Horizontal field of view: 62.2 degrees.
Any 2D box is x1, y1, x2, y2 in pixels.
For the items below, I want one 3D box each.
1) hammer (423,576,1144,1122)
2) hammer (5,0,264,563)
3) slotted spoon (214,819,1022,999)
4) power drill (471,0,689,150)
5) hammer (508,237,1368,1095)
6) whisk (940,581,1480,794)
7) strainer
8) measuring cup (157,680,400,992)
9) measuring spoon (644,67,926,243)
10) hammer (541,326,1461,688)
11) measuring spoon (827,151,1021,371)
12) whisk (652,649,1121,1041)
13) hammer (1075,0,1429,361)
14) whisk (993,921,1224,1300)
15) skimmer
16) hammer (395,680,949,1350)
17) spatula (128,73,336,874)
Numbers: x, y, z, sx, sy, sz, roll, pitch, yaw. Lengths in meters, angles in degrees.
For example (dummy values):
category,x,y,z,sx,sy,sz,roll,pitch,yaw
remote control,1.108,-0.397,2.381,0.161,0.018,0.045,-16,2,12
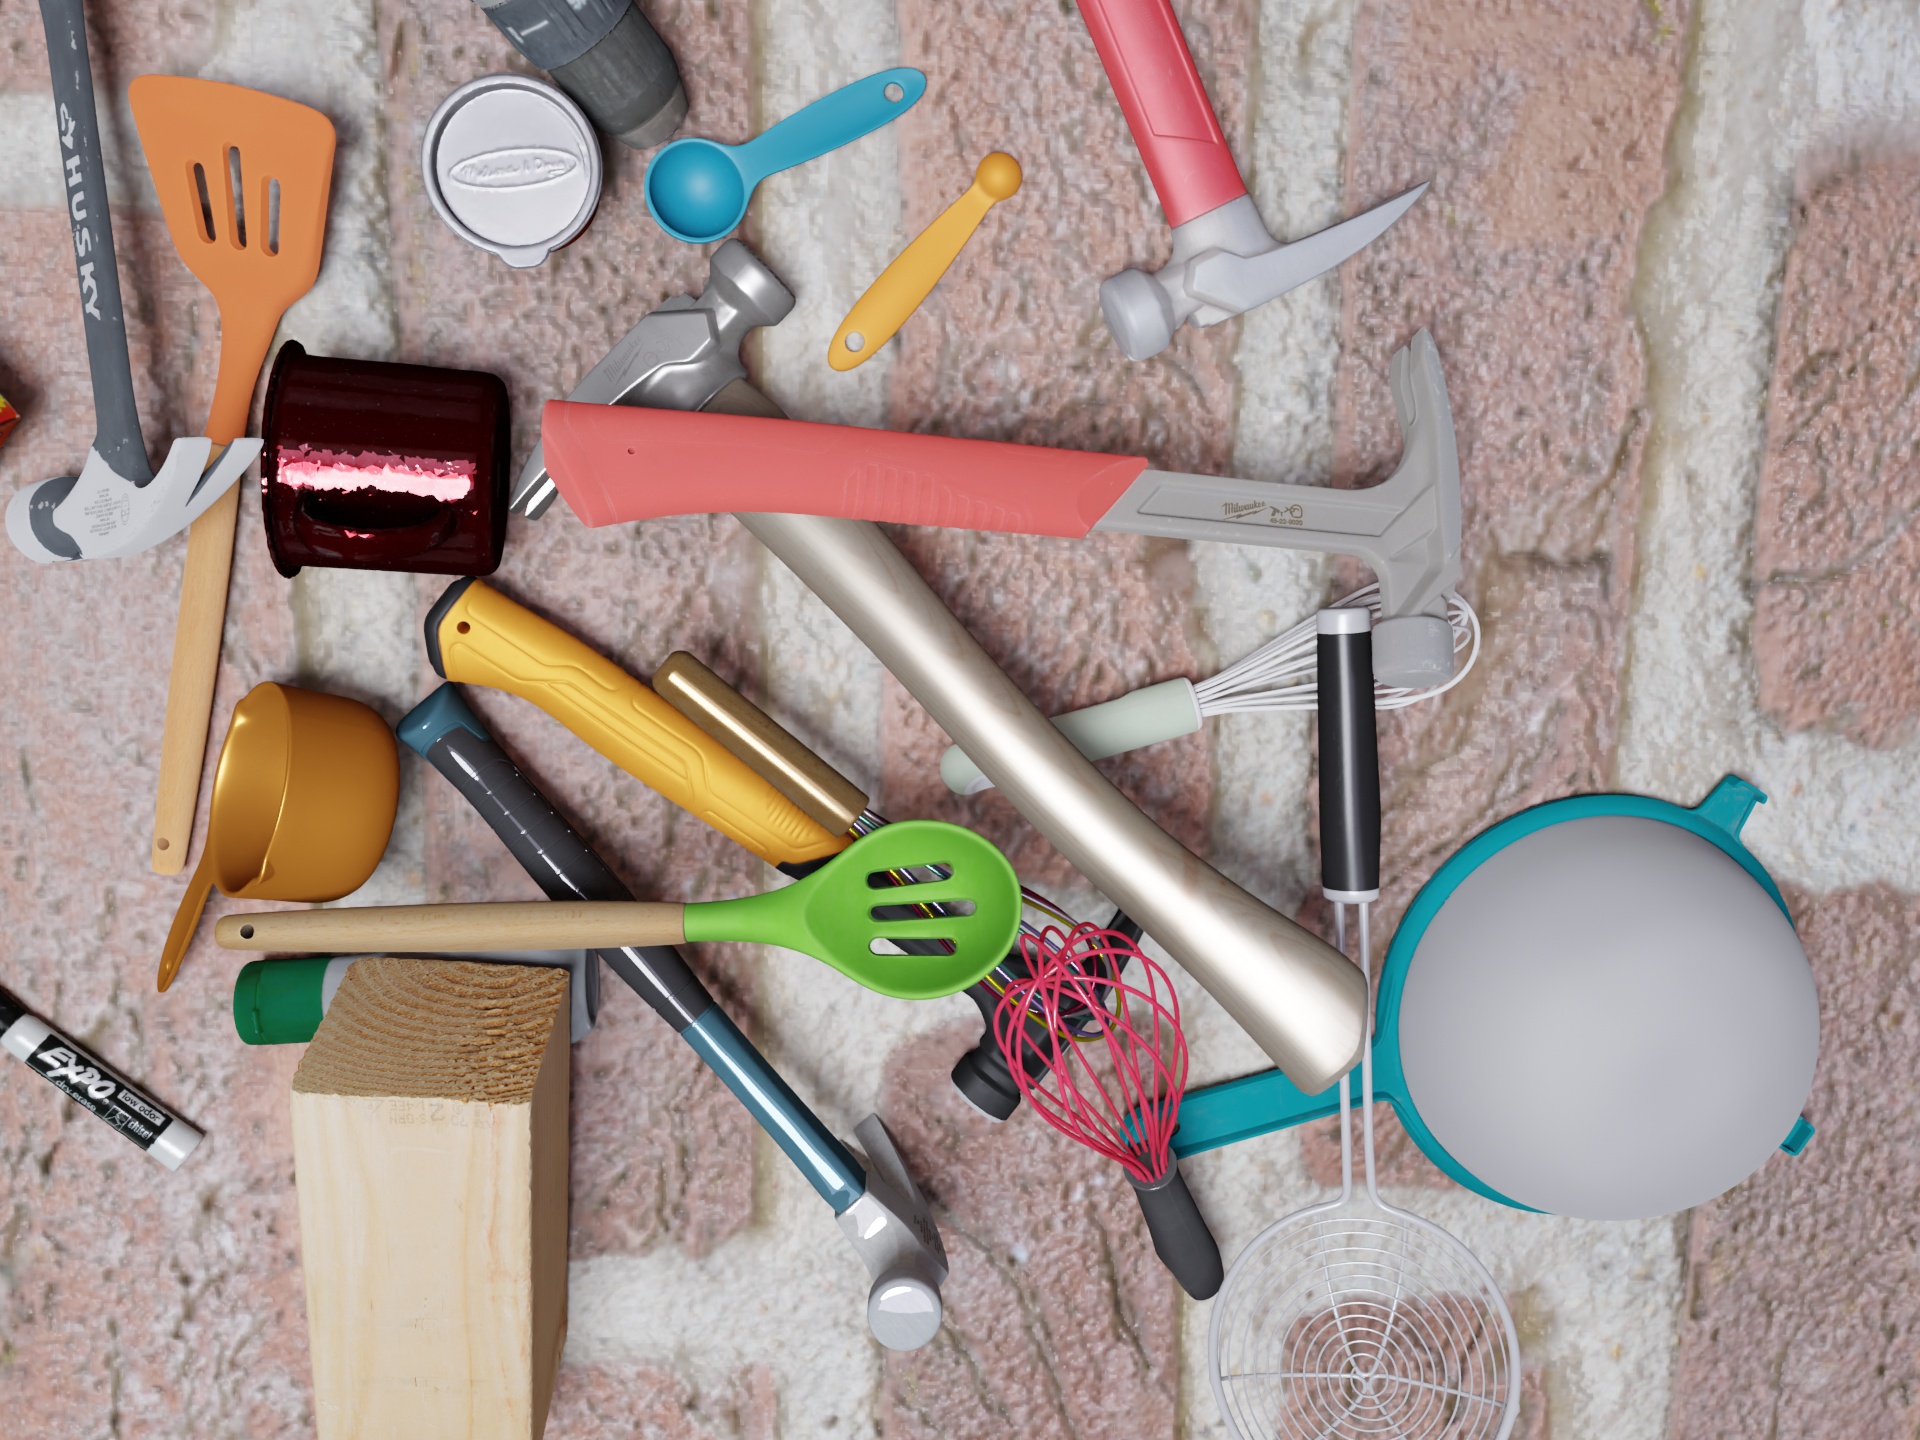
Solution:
category,x,y,z,sx,sy,sz,roll,pitch,yaw
hammer,-0.076,0.039,0.691,0.336,0.034,0.127,35,96,-12
hammer,-0.332,-0.266,0.589,0.149,0.036,0.409,-1,97,38
slotted spoon,-0.133,0.078,0.623,0.313,0.031,0.070,-2,81,0
power drill,-0.097,-0.316,0.553,0.226,0.080,0.187,-20,137,22
hammer,-0.001,-0.002,0.643,0.146,0.038,0.411,-45,85,5
whisk,0.109,-0.011,0.704,0.246,0.057,0.059,-16,67,1
strainer,0.244,0.161,0.718,0.340,0.095,0.211,-14,101,-4
measuring cup,-0.289,0.060,0.670,0.052,0.095,0.173,11,129,-39
measuring spoon,-0.071,-0.236,0.659,0.128,0.021,0.042,-30,97,-9
hammer,0.024,-0.098,0.615,0.359,0.036,0.149,4,75,-12
measuring spoon,-0.016,-0.193,0.671,0.021,0.011,0.117,41,94,-11
whisk,-0.027,0.052,0.665,0.245,0.051,0.047,40,75,-9
hammer,0.055,-0.352,0.636,0.143,0.038,0.386,-26,102,-2
whisk,0.075,0.176,0.664,0.073,0.073,0.295,-24,135,-1
skimmer,0.161,0.137,0.654,0.127,0.090,0.363,-1,97,18
hammer,-0.121,0.115,0.675,0.033,0.128,0.331,-41,92,0
spatula,-0.308,-0.089,0.648,0.081,0.041,0.322,12,100,0
